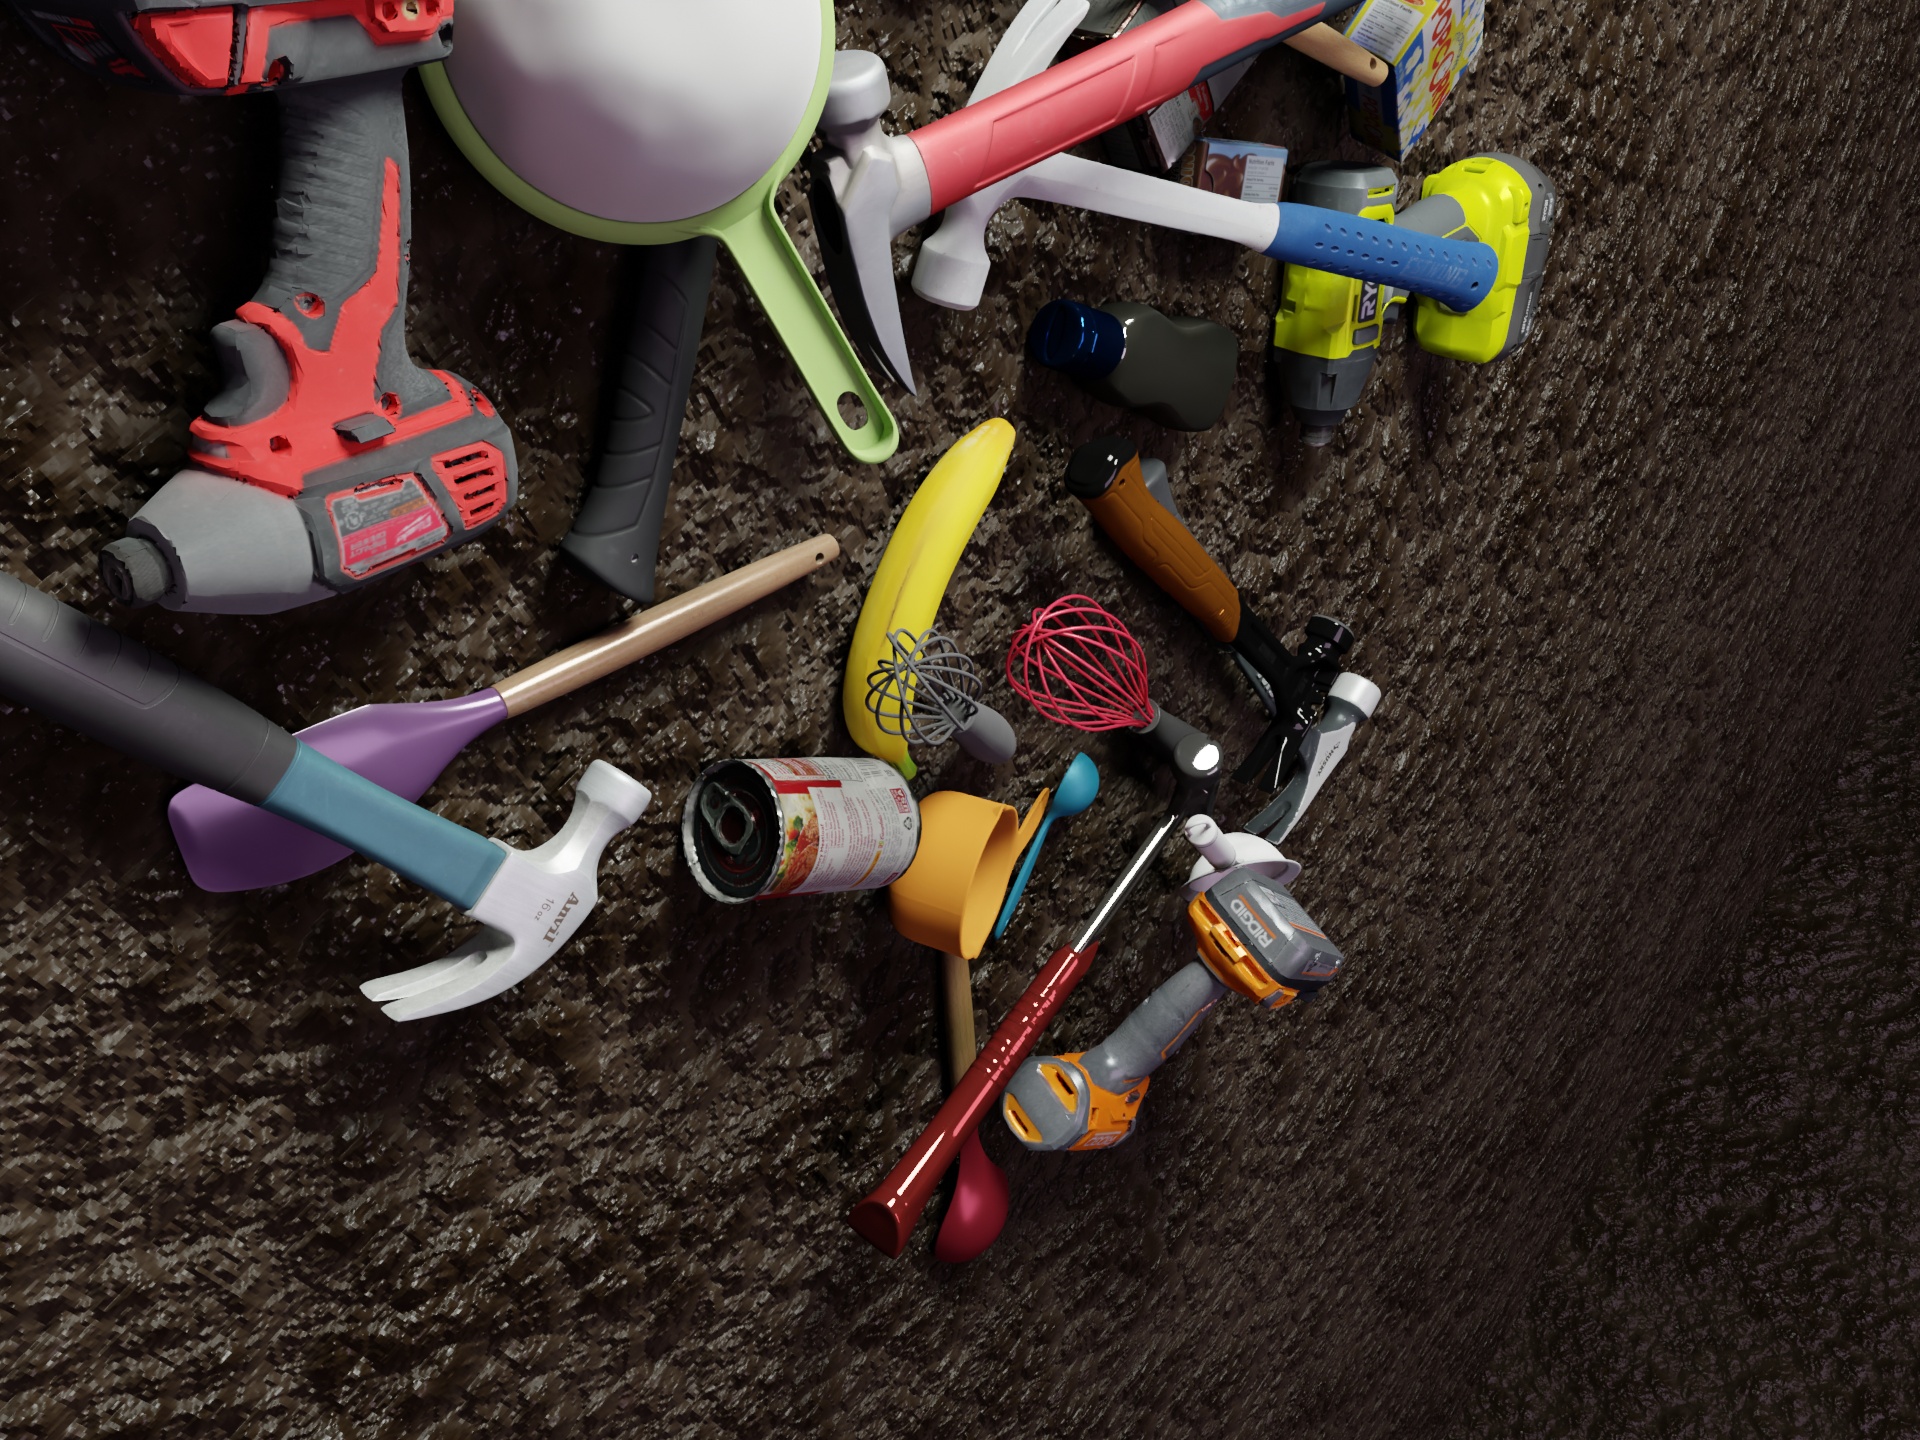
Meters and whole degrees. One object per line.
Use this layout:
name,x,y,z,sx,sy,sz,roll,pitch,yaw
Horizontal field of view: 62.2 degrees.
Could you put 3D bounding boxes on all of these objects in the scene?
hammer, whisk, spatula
hammer,-0.103,-0.209,0.633,0.146,0.035,0.334,-1,110,-49
whisk,0.106,-0.009,0.980,0.073,0.073,0.295,-64,149,-3
hammer,0.053,0.170,0.980,0.359,0.037,0.149,-52,163,-20
spatula,-0.172,-0.016,0.669,0.316,0.018,0.059,-32,130,-35
hammer,-0.252,0.010,0.557,0.330,0.033,0.128,41,76,-47
whisk,0.000,-0.002,0.810,0.055,0.055,0.238,-64,165,-3
hammer,0.102,-0.288,0.718,0.386,0.038,0.143,-32,136,-20
hammer,0.148,-0.066,0.962,0.336,0.034,0.127,36,81,-51
hammer,0.157,-0.267,0.840,0.405,0.035,0.144,-3,124,-39
hammer,0.185,-0.048,1.070,0.149,0.036,0.408,-58,142,-9

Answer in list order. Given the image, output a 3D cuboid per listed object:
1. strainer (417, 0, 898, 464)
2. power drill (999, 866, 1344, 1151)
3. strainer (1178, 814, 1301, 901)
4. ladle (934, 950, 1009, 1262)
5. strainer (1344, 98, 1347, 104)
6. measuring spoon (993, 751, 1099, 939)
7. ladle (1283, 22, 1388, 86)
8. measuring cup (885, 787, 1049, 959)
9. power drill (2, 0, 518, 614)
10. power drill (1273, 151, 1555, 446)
strainer,-0.081,-0.197,0.558,0.151,0.069,0.256,-35,117,-9
power drill,0.144,0.205,1.070,0.226,0.084,0.164,-43,154,11
strainer,0.174,0.088,1.049,0.258,0.087,0.050,40,36,-69
ladle,0.003,0.233,1.009,0.069,0.031,0.315,-31,129,-38
strainer,0.196,-0.456,0.832,0.211,0.095,0.340,-52,162,-10
measuring spoon,0.055,0.081,0.984,0.128,0.021,0.042,-65,169,5
ladle,0.103,-0.355,0.732,0.320,0.062,0.078,7,94,-38
measuring cup,0.007,0.069,0.915,0.174,0.052,0.095,-46,148,-63
power drill,-0.215,-0.140,0.494,0.143,0.079,0.219,-36,138,-46
power drill,0.289,-0.281,1.038,0.223,0.080,0.171,-23,126,-37
